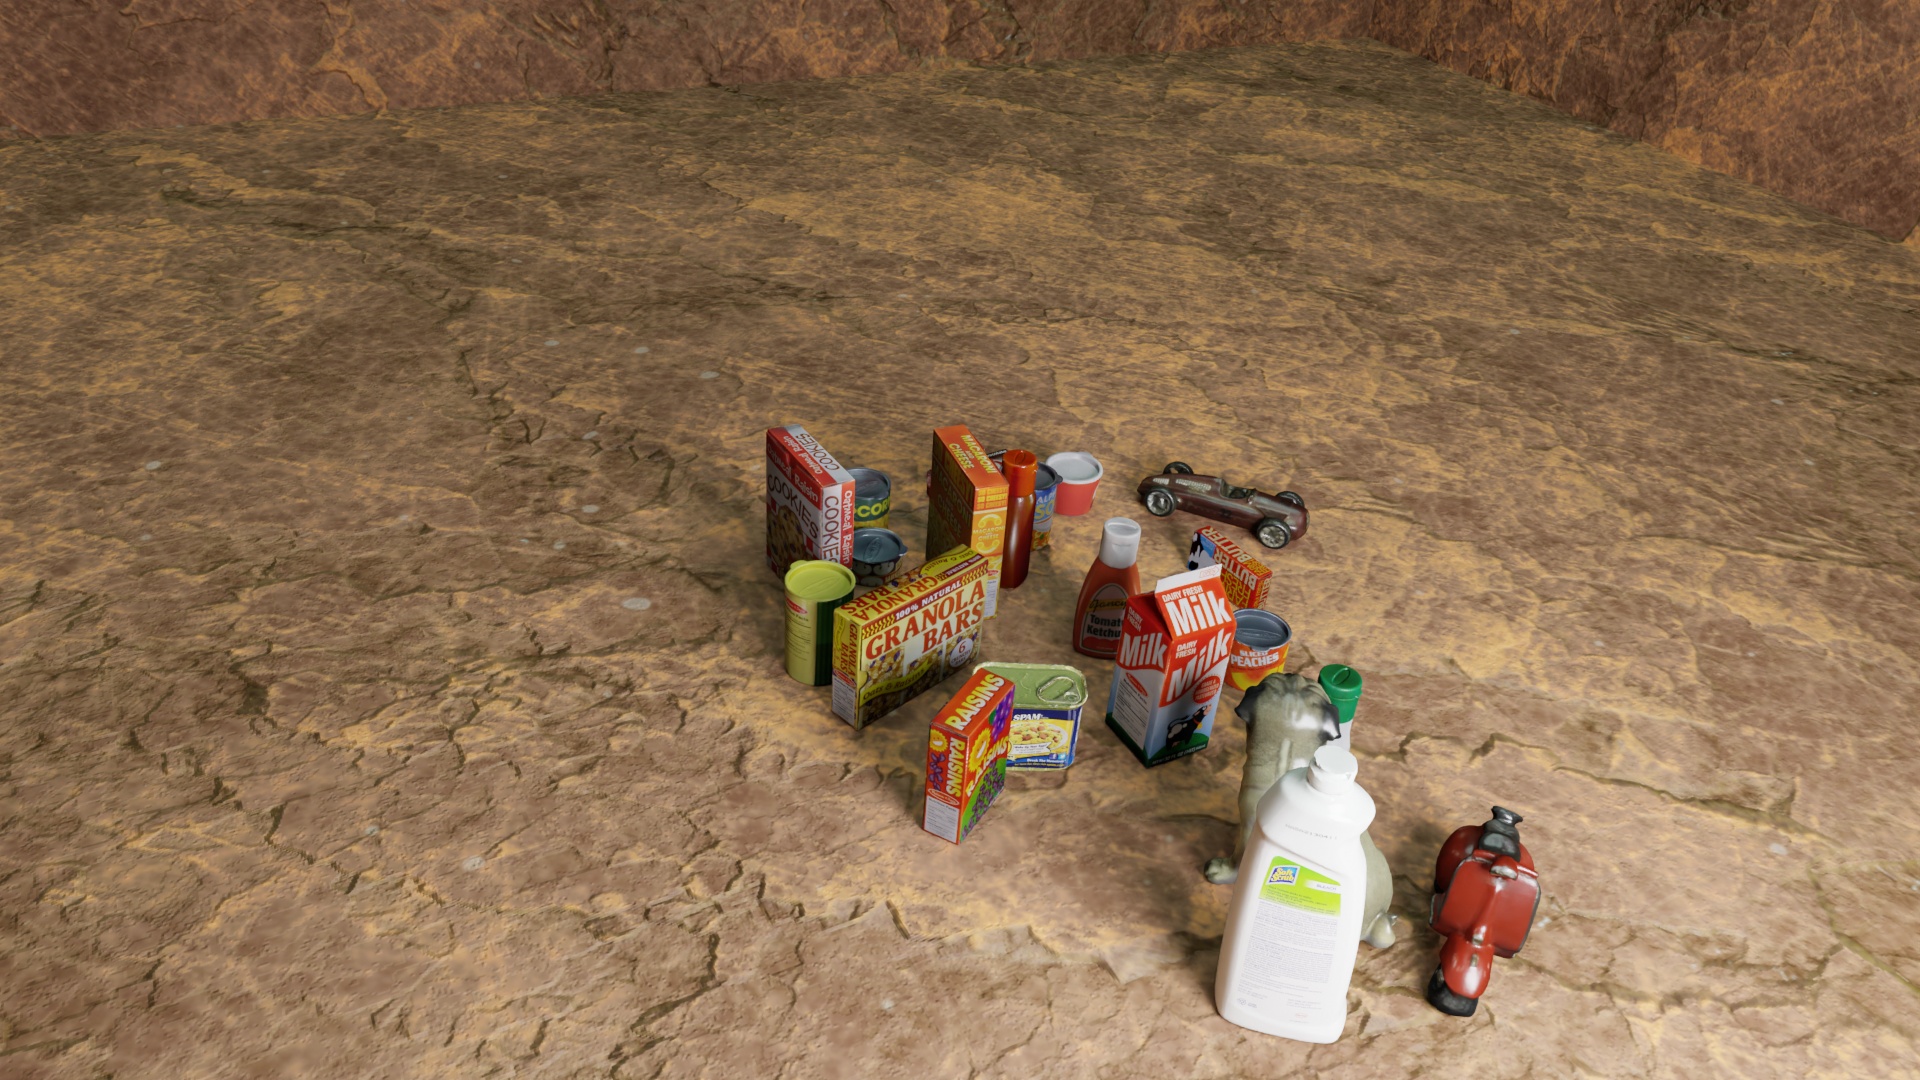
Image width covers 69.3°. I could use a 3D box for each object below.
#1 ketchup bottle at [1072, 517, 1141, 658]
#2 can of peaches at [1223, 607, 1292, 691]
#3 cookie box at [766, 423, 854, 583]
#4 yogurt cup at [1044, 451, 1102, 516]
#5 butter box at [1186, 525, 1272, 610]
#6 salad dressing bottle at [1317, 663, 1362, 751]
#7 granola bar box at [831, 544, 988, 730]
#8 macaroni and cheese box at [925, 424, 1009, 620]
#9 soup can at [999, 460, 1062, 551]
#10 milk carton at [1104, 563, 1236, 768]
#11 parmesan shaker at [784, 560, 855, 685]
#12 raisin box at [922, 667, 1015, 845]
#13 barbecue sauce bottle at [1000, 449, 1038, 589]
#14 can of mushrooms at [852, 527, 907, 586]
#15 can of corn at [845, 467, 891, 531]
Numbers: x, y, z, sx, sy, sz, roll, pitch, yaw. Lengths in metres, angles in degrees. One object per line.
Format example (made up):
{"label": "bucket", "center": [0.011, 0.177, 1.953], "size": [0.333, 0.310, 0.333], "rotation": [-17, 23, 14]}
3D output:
{"label": "ketchup bottle", "center": [0.150, 0.047, 1.376], "size": [0.065, 0.148, 0.044], "rotation": [7, 34, 2]}
{"label": "can of peaches", "center": [0.291, 0.111, 1.381], "size": [0.071, 0.057, 0.071], "rotation": [4, 34, -2]}
{"label": "cookie box", "center": [-0.156, -0.018, 1.415], "size": [0.040, 0.166, 0.123], "rotation": [-17, 39, -29]}
{"label": "yogurt cup", "center": [0.130, -0.065, 1.625], "size": [0.072, 0.053, 0.073], "rotation": [4, 34, -2]}
{"label": "butter box", "center": [0.291, 0.032, 1.502], "size": [0.024, 0.052, 0.104], "rotation": [-17, 40, -30]}
{"label": "salad dressing bottle", "center": [0.316, 0.175, 1.209], "size": [0.044, 0.146, 0.064], "rotation": [27, 39, 29]}
{"label": "granola bar box", "center": [-0.046, 0.089, 1.309], "size": [0.039, 0.123, 0.166], "rotation": [31, 42, 33]}
{"label": "macaroni and cheese box", "center": [0.005, -0.018, 1.438], "size": [0.040, 0.165, 0.124], "rotation": [-9, 36, -20]}
{"label": "soup can", "center": [0.074, -0.038, 1.552], "size": [0.071, 0.083, 0.072], "rotation": [4, 34, -2]}
{"label": "milk carton", "center": [0.192, 0.106, 1.257], "size": [0.072, 0.189, 0.074], "rotation": [-14, 38, -26]}
{"label": "parmesan shaker", "center": [-0.137, 0.078, 1.333], "size": [0.071, 0.102, 0.072], "rotation": [4, 34, -2]}
{"label": "raisin box", "center": [0.007, 0.183, 1.178], "size": [0.040, 0.122, 0.086], "rotation": [21, 37, 22]}
{"label": "barbecue sauce bottle", "center": [0.057, -0.024, 1.470], "size": [0.044, 0.147, 0.065], "rotation": [12, 34, 11]}
{"label": "can of mushrooms", "center": [-0.092, 0.018, 1.490], "size": [0.071, 0.033, 0.071], "rotation": [4, 34, -2]}
{"label": "can of corn", "center": [-0.110, -0.039, 1.551], "size": [0.071, 0.058, 0.071], "rotation": [4, 34, -2]}
